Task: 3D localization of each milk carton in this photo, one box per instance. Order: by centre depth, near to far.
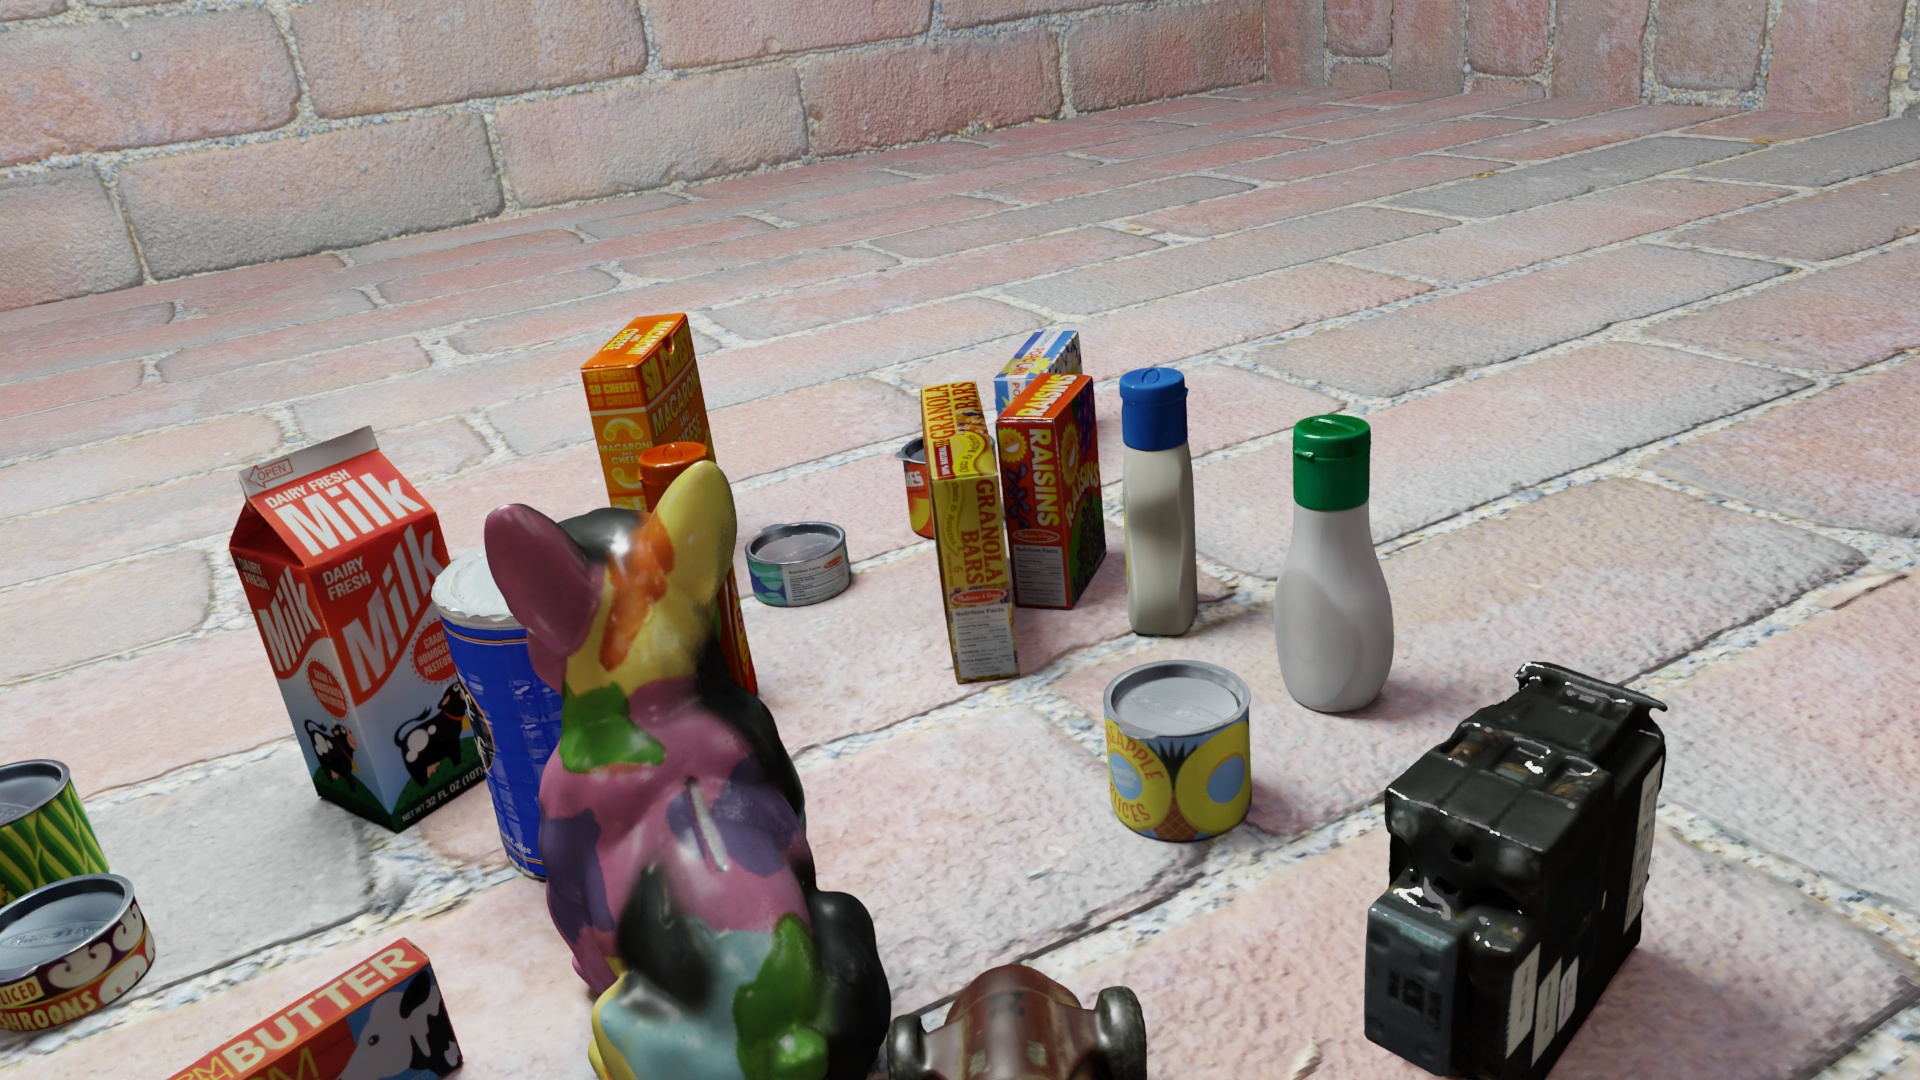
[{"bbox_3d":[-0.299,0.042,0.696,0.073,0.189,0.073,10,28,34],"label":"milk carton"}]

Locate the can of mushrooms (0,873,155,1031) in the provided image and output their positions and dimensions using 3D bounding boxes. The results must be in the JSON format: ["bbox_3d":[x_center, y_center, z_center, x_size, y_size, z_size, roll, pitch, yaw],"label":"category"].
[{"bbox_3d":[-0.391,0.179,0.602,0.071,0.033,0.071,-5,23,2],"label":"can of mushrooms"}]

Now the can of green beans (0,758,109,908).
[{"bbox_3d":[-0.452,0.146,0.662,0.071,0.057,0.071,-5,23,2],"label":"can of green beans"}]

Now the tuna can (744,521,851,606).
[{"bbox_3d":[-0.107,0.014,0.905,0.071,0.032,0.071,-5,23,2],"label":"tuna can"}]

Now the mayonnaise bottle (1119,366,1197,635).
[{"bbox_3d":[0.112,-0.023,0.790,0.041,0.147,0.065,0,24,14],"label":"mayonnaise bottle"}]

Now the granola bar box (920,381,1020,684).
[{"bbox_3d":[0.003,-0.010,0.819,0.039,0.123,0.166,-7,23,-1],"label":"granola bar box"}]

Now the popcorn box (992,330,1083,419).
[{"bbox_3d":[0.063,-0.104,1.065,0.038,0.085,0.127,1,25,18],"label":"popcorn box"}]

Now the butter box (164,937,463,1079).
[{"bbox_3d":[-0.236,0.195,0.501,0.024,0.053,0.104,15,31,40],"label":"butter box"}]

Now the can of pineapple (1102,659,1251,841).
[{"bbox_3d":[0.098,0.096,0.634,0.071,0.057,0.071,-5,23,2],"label":"can of pineapple"}]

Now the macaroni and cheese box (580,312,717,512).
[{"bbox_3d":[-0.197,-0.054,0.918,0.040,0.165,0.124,-4,23,6],"label":"macaroni and cheese box"}]

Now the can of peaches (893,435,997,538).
[{"bbox_3d":[-0.008,-0.039,0.969,0.071,0.057,0.071,-5,23,2],"label":"can of peaches"}]

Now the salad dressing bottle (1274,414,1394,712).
[{"bbox_3d":[0.185,0.012,0.691,0.044,0.147,0.064,-19,26,-27],"label":"salad dressing bottle"}]

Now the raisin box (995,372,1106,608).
[{"bbox_3d":[0.057,-0.032,0.855,0.040,0.123,0.086,3,25,22],"label":"raisin box"}]

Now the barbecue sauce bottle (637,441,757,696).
[{"bbox_3d":[-0.143,0.022,0.754,0.044,0.148,0.065,-12,24,-12],"label":"barbecue sauce bottle"}]
